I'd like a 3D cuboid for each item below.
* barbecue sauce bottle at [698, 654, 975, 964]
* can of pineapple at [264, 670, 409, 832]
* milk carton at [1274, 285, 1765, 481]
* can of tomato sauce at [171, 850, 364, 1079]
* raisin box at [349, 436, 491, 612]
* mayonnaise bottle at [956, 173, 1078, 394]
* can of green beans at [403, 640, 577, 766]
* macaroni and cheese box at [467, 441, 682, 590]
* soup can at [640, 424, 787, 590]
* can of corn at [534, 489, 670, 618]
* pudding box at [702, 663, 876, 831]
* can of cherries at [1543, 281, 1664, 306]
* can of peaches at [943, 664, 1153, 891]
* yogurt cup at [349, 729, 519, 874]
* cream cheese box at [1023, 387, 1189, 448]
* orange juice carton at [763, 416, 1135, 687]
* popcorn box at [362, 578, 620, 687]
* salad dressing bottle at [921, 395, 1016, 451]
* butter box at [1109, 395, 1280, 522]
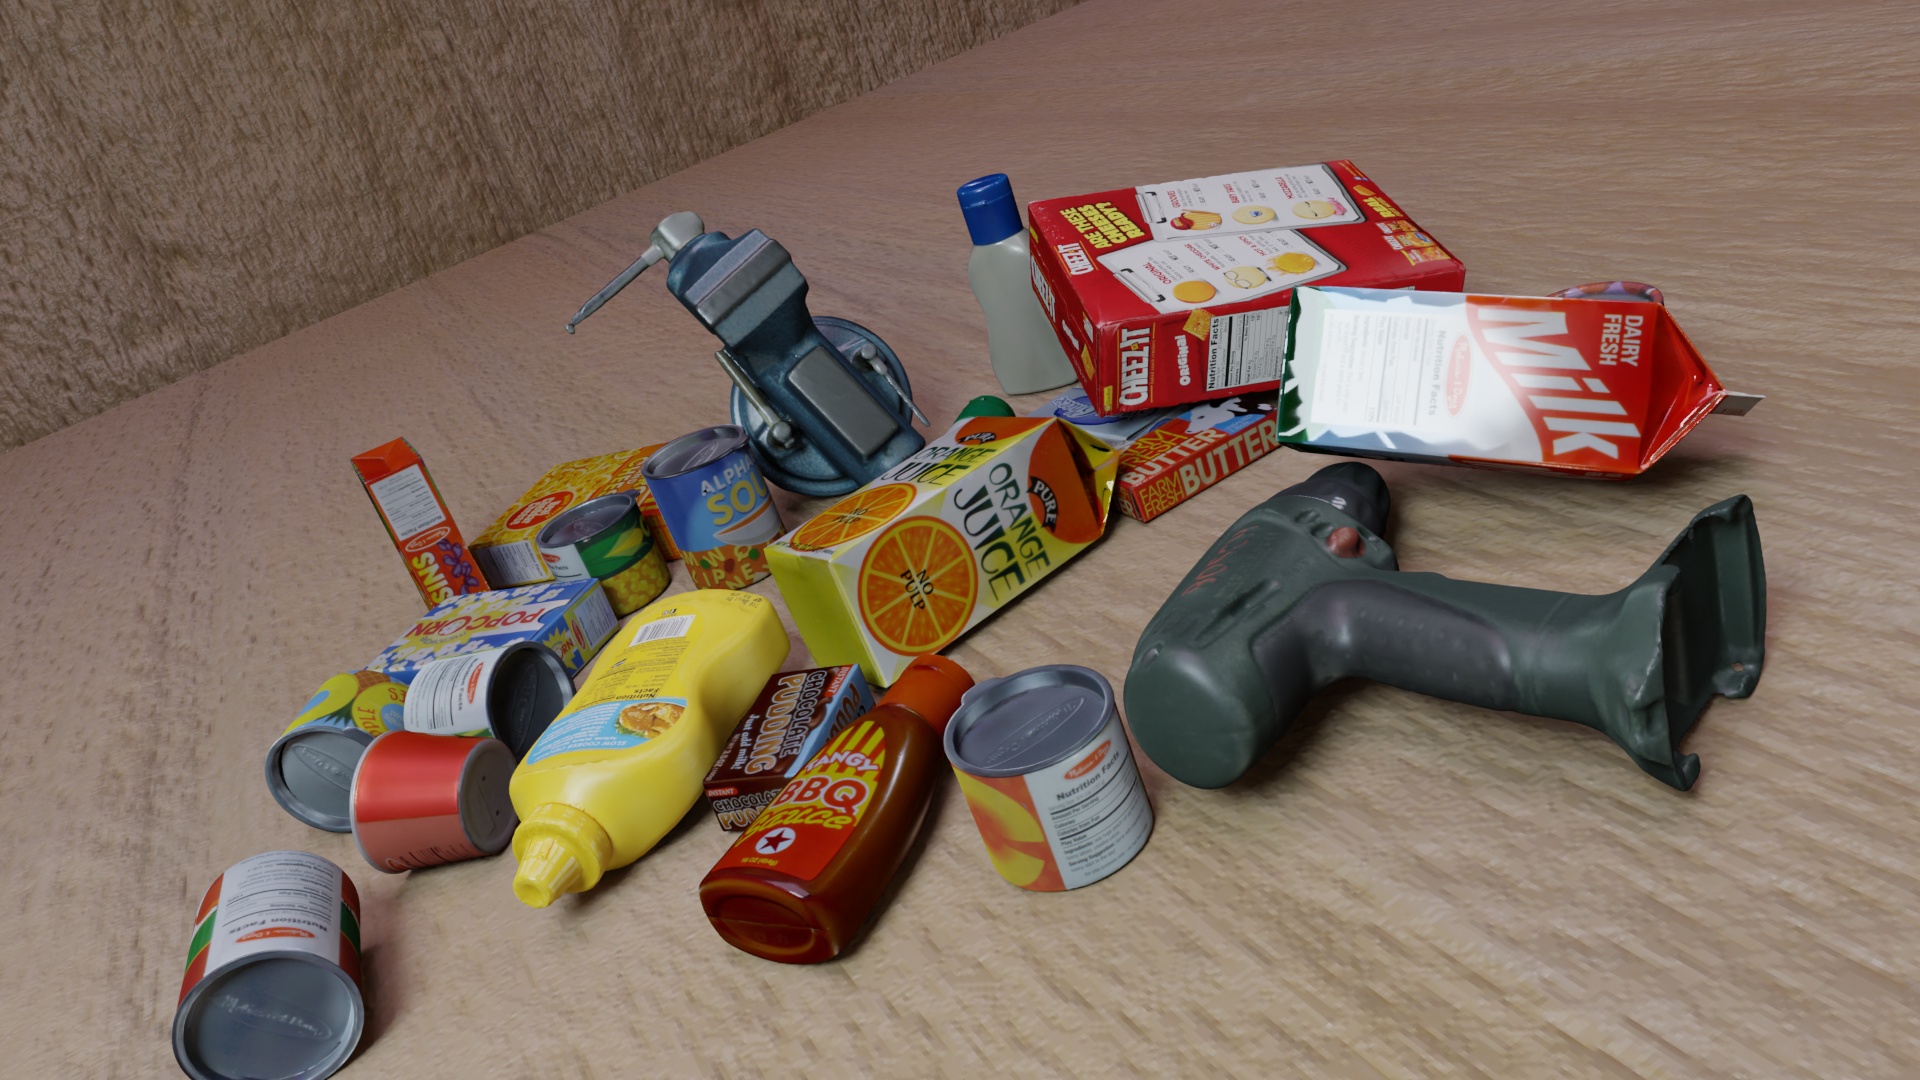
[{"bbox_3d":[-0.040,0.103,0.565,0.065,0.043,0.149,-4,29,33],"label":"barbecue sauce bottle"},{"bbox_3d":[-0.319,0.109,0.733,0.071,0.070,0.058,-16,25,8],"label":"can of pineapple"},{"bbox_3d":[0.244,-0.067,0.615,0.190,0.073,0.072,7,2,23],"label":"milk carton"},{"bbox_3d":[-0.282,0.178,0.571,0.071,0.071,0.083,-27,25,-14],"label":"can of tomato sauce"},{"bbox_3d":[-0.350,0.000,0.912,0.040,0.123,0.086,-30,26,-21],"label":"raisin box"},{"bbox_3d":[0.037,-0.174,0.949,0.064,0.147,0.041,-8,27,24],"label":"mayonnaise bottle"},{"bbox_3d":[-0.241,0.089,0.716,0.058,0.071,0.071,-12,26,24],"label":"can of green beans"},{"bbox_3d":[-0.242,-0.023,0.978,0.166,0.040,0.124,-9,28,22],"label":"macaroni and cheese box"},{"bbox_3d":[-0.145,-0.020,0.846,0.071,0.083,0.071,-17,25,8],"label":"soup can"},{"bbox_3d":[-0.222,0.010,0.874,0.071,0.058,0.071,-17,25,8],"label":"can of corn"},{"bbox_3d":[-0.075,0.093,0.628,0.049,0.030,0.084,-8,27,22],"label":"pudding box"},{"bbox_3d":[0.311,-0.087,0.674,0.071,0.058,0.072,-17,25,8],"label":"can of cherries"},{"bbox_3d":[0.033,0.088,0.525,0.071,0.058,0.071,-17,25,8],"label":"can of peaches"},{"bbox_3d":[-0.246,0.122,0.658,0.054,0.072,0.073,-5,27,12],"label":"yogurt cup"},{"bbox_3d":[0.086,-0.069,0.846,0.053,0.024,0.104,-35,28,-28],"label":"cream cheese box"},{"bbox_3d":[0.003,-0.009,0.723,0.193,0.072,0.072,-34,22,-28],"label":"orange juice carton"},{"bbox_3d":[-0.280,0.065,0.829,0.126,0.038,0.085,-7,26,26],"label":"popcorn box"},{"bbox_3d":[-0.001,-0.042,0.836,0.064,0.044,0.148,-10,25,25],"label":"salad dressing bottle"},{"bbox_3d":[0.124,-0.047,0.773,0.104,0.024,0.053,-29,25,-19],"label":"butter box"}]
